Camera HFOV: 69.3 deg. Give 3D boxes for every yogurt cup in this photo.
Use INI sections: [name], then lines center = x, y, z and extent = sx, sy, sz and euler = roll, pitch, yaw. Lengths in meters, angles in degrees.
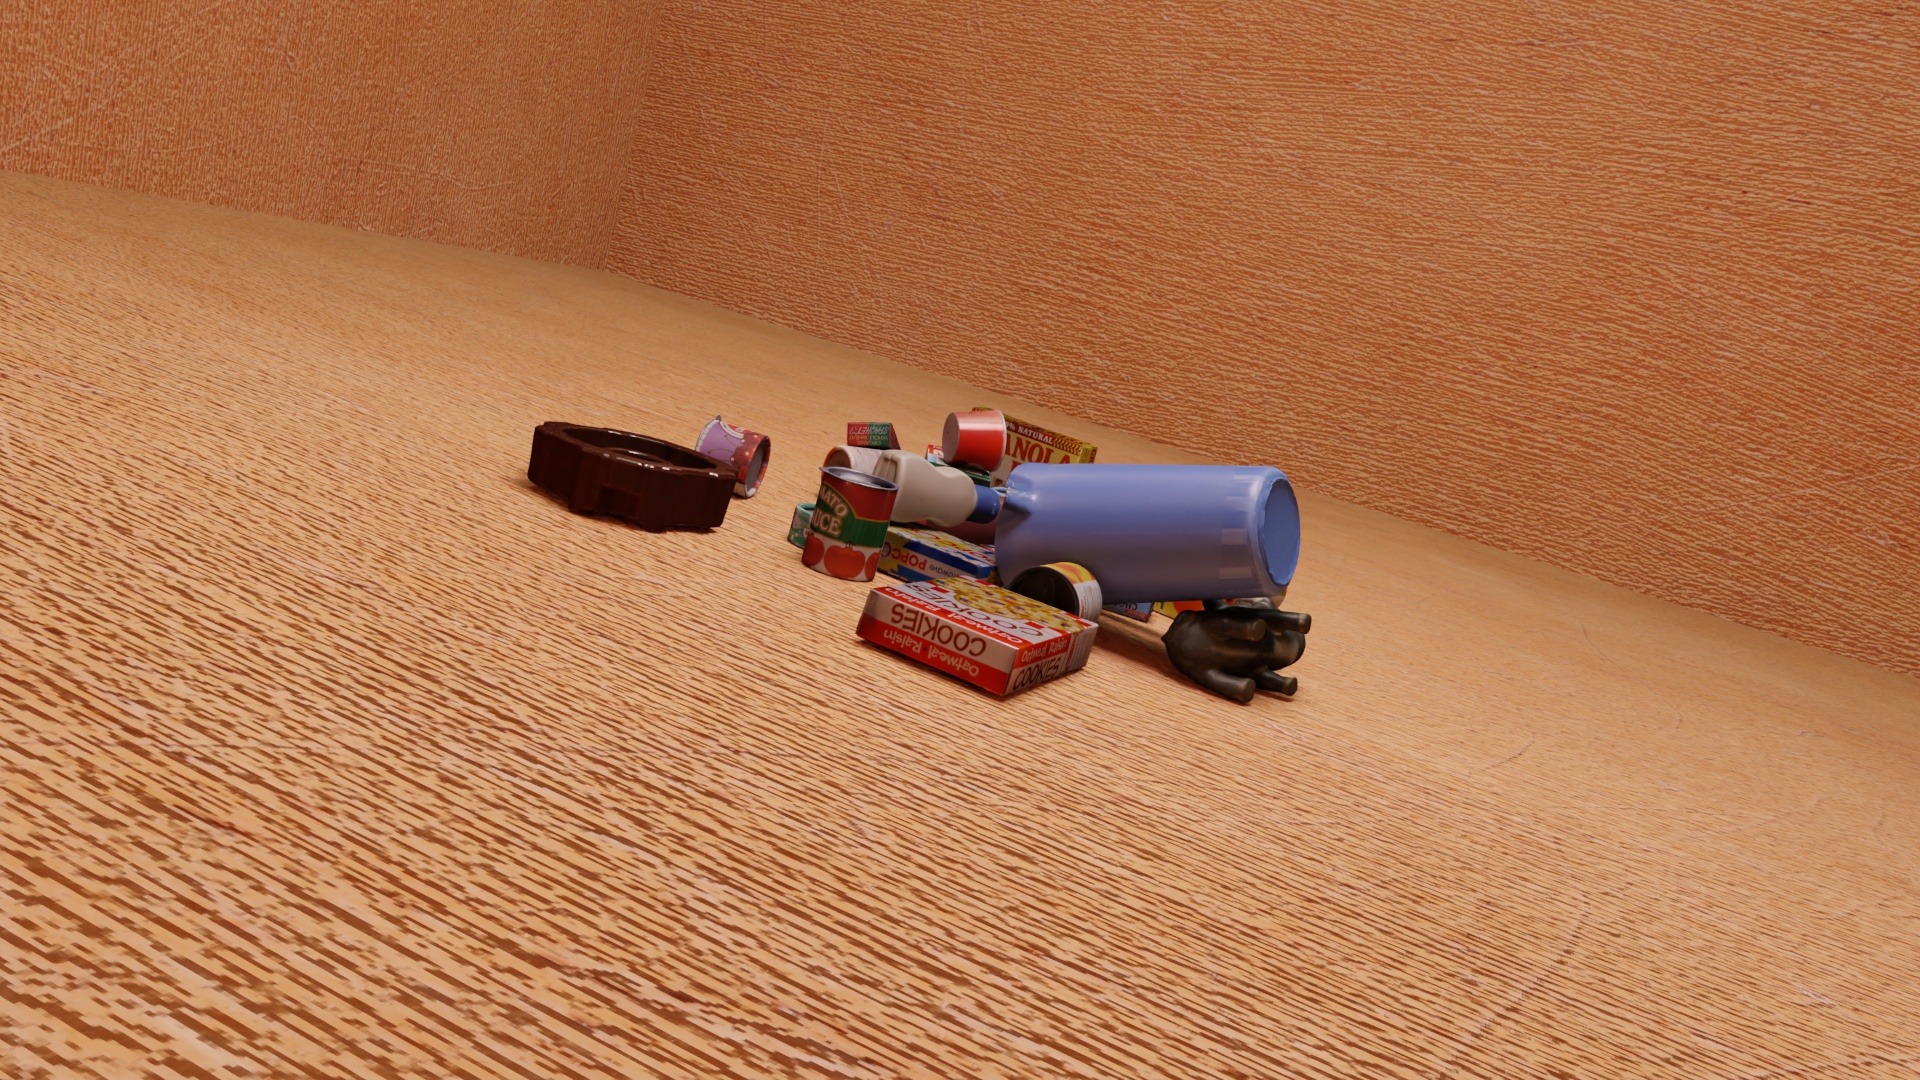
[yogurt cup]
center = 0.013, -0.109, 1.498
extent = 0.054, 0.072, 0.072
euler = 3, 14, -20

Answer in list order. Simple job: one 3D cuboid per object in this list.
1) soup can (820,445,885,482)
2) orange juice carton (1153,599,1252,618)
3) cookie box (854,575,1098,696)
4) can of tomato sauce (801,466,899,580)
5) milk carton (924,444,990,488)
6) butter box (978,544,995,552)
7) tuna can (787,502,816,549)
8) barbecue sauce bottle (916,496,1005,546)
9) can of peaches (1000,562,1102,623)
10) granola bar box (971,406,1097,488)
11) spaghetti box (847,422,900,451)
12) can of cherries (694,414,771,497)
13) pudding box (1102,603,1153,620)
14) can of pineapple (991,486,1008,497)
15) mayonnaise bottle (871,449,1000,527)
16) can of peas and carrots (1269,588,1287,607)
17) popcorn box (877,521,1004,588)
[soup can]
center = -0.099, -0.064, 1.489
extent = 0.084, 0.071, 0.071
euler = 5, 15, -36
[orange juice carton]
center = 0.218, 0.035, 1.416
extent = 0.193, 0.071, 0.073
euler = 23, 13, 35
[cookie box]
center = 0.016, 0.068, 1.043
extent = 0.123, 0.040, 0.168
euler = 20, 10, 23
[can of tomato sauce]
center = -0.096, -0.015, 1.188
extent = 0.071, 0.083, 0.071
euler = 15, 10, -3
[milk carton]
center = -0.012, -0.059, 1.571
extent = 0.073, 0.072, 0.191
euler = 15, 12, -4
[butter box]
center = 0.065, 0.032, 1.341
extent = 0.053, 0.024, 0.103
euler = 7, 14, -43
[tuna can]
center = -0.122, -0.009, 1.259
extent = 0.071, 0.032, 0.071
euler = 15, 10, -3
[barbecue sauce bottle]
center = 0.005, -0.018, 1.418
extent = 0.148, 0.064, 0.044
euler = 8, 14, 9
[can of peaches]
center = 0.075, 0.051, 1.142
extent = 0.071, 0.071, 0.058
euler = 20, 11, 24
[granola bar box]
center = 0.071, -0.076, 1.631
extent = 0.166, 0.124, 0.039
euler = 23, 14, 35
[spaghetti box]
center = -0.098, -0.106, 1.615
extent = 0.050, 0.028, 0.250
euler = 1, -4, 0
[can of cherries]
center = -0.227, -0.084, 1.387
extent = 0.058, 0.071, 0.071
euler = 18, 10, 9
[pudding box]
center = 0.148, 0.050, 1.353
extent = 0.084, 0.030, 0.050
euler = 17, 12, 11
[can of pineapple]
center = 0.055, -0.023, 1.513
extent = 0.071, 0.057, 0.071
euler = 15, 10, -3
[mayonnaise bottle]
center = -0.022, -0.042, 1.295
extent = 0.041, 0.064, 0.148
euler = 19, 5, 40
[can of peas and carrots]
center = 0.312, 0.043, 1.513
extent = 0.059, 0.070, 0.071
euler = 9, 12, -36
[popcorn box]
center = -0.020, 0.018, 1.247
extent = 0.127, 0.038, 0.085
euler = 21, 11, 27
